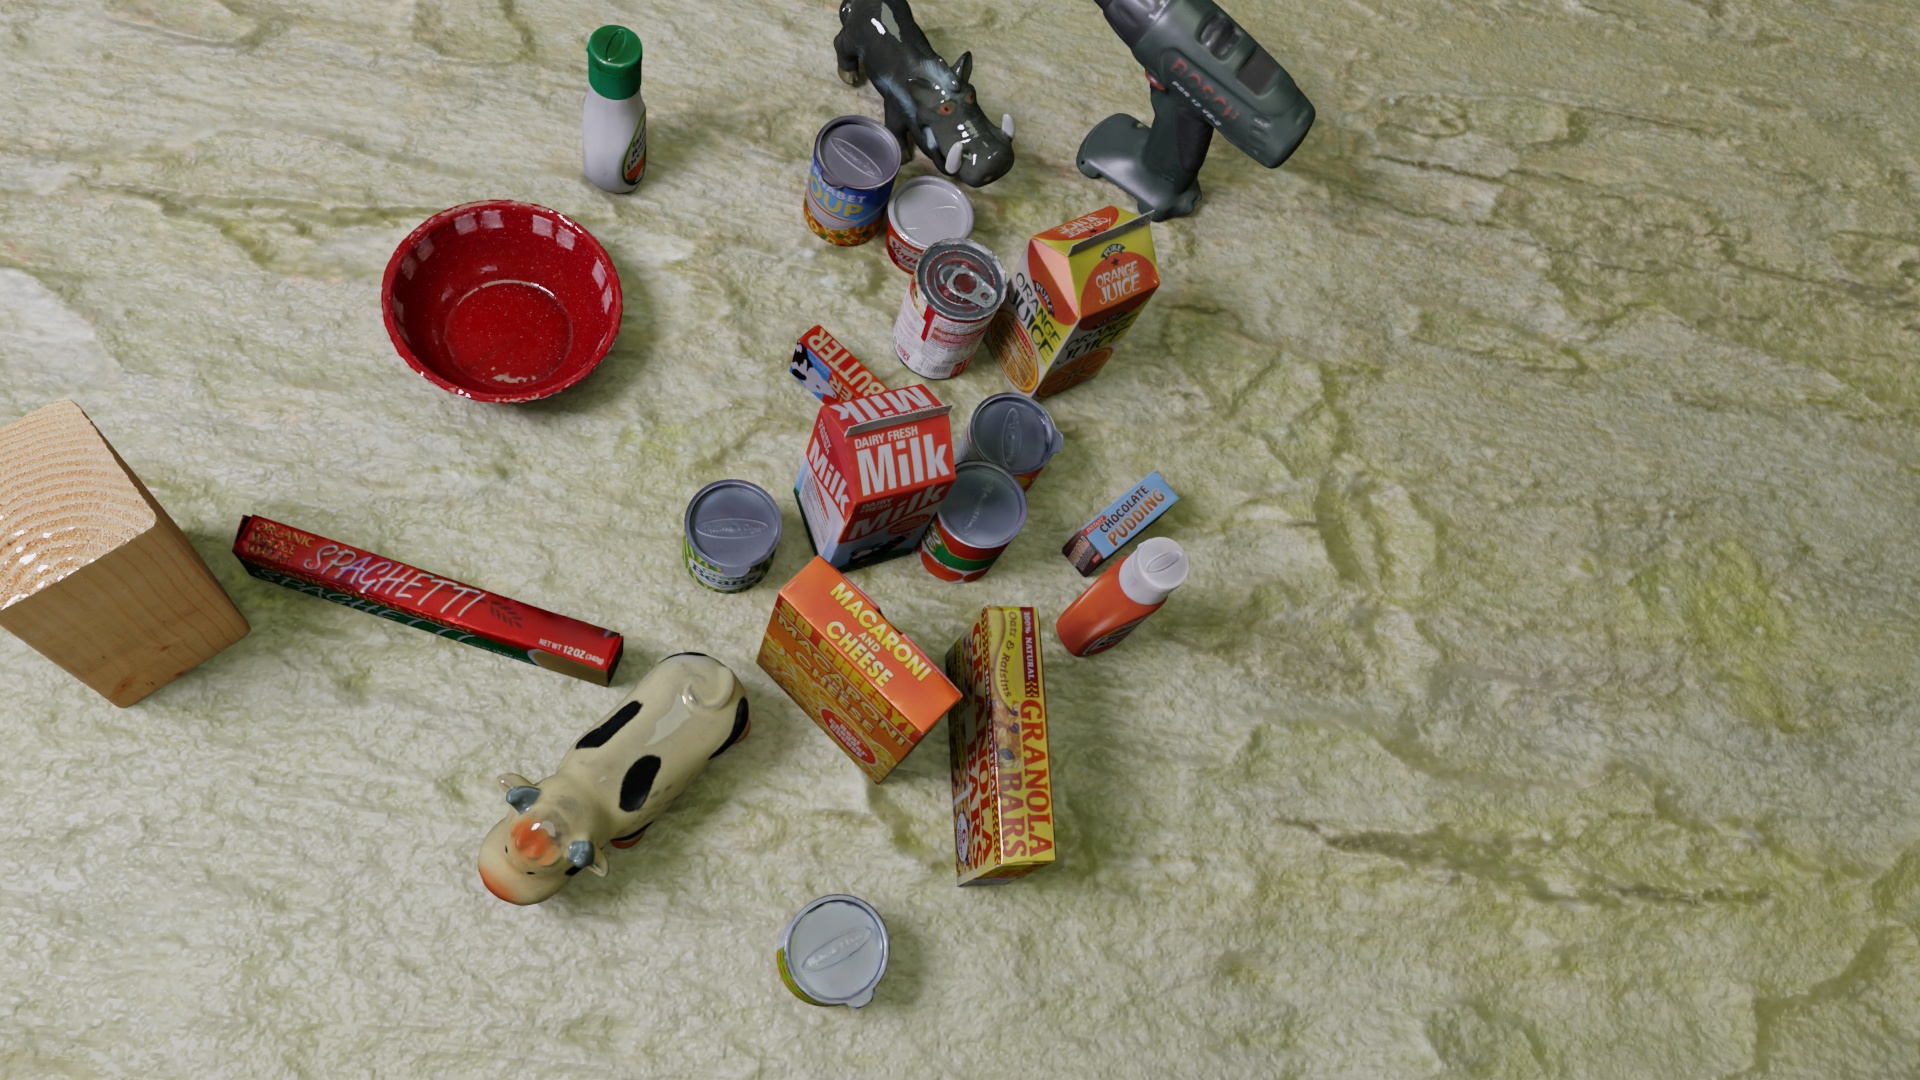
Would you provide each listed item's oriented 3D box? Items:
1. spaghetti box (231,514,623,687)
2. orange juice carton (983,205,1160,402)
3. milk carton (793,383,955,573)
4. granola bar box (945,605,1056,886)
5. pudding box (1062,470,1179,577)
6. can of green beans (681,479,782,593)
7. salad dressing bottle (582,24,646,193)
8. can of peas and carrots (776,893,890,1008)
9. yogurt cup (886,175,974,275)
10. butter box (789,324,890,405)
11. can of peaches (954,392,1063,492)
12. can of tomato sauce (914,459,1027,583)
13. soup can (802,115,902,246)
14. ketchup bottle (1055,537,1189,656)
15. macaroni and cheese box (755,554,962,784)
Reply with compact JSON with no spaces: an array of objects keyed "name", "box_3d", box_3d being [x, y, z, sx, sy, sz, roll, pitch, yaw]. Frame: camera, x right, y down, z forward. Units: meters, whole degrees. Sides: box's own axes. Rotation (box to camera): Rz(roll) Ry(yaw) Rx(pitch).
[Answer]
[{"name":"spaghetti box","box_3d":[-0.346,0.041,0.911,0.250,0.050,0.029,19,67,-6]},{"name":"orange juice carton","box_3d":[0.083,-0.178,1.022,0.072,0.192,0.073,-25,78,-21]},{"name":"milk carton","box_3d":[-0.058,-0.045,0.938,0.072,0.189,0.073,-15,74,-18]},{"name":"granola bar box","box_3d":[0.025,0.139,0.924,0.039,0.123,0.166,2,69,-13]},{"name":"pudding box","box_3d":[0.120,-0.013,1.046,0.084,0.049,0.030,-37,82,-23]},{"name":"can of green beans","box_3d":[-0.160,-0.002,0.969,0.071,0.057,0.071,5,69,-12]},{"name":"salad dressing bottle","box_3d":[-0.253,-0.314,1.016,0.044,0.147,0.064,19,67,-6]},{"name":"can of peas and carrots","box_3d":[-0.081,0.264,0.886,0.071,0.058,0.071,5,69,-12]},{"name":"yogurt cup","box_3d":[-0.028,-0.245,1.096,0.072,0.053,0.072,5,69,-12]},{"name":"butter box","box_3d":[-0.080,-0.109,1.032,0.103,0.053,0.024,43,66,5]},{"name":"can of peaches","box_3d":[0.035,-0.068,1.042,0.071,0.058,0.071,5,69,-12]},{"name":"can of tomato sauce","box_3d":[0.004,-0.013,0.999,0.071,0.082,0.071,5,69,-12]},{"name":"soup can","box_3d":[-0.087,-0.276,1.077,0.071,0.083,0.071,5,69,-12]},{"name":"ketchup bottle","box_3d":[0.116,0.038,0.971,0.065,0.148,0.043,-26,78,-21]},{"name":"macaroni and cheese box","box_3d":[-0.070,0.087,0.897,0.124,0.165,0.040,44,67,5]}]
